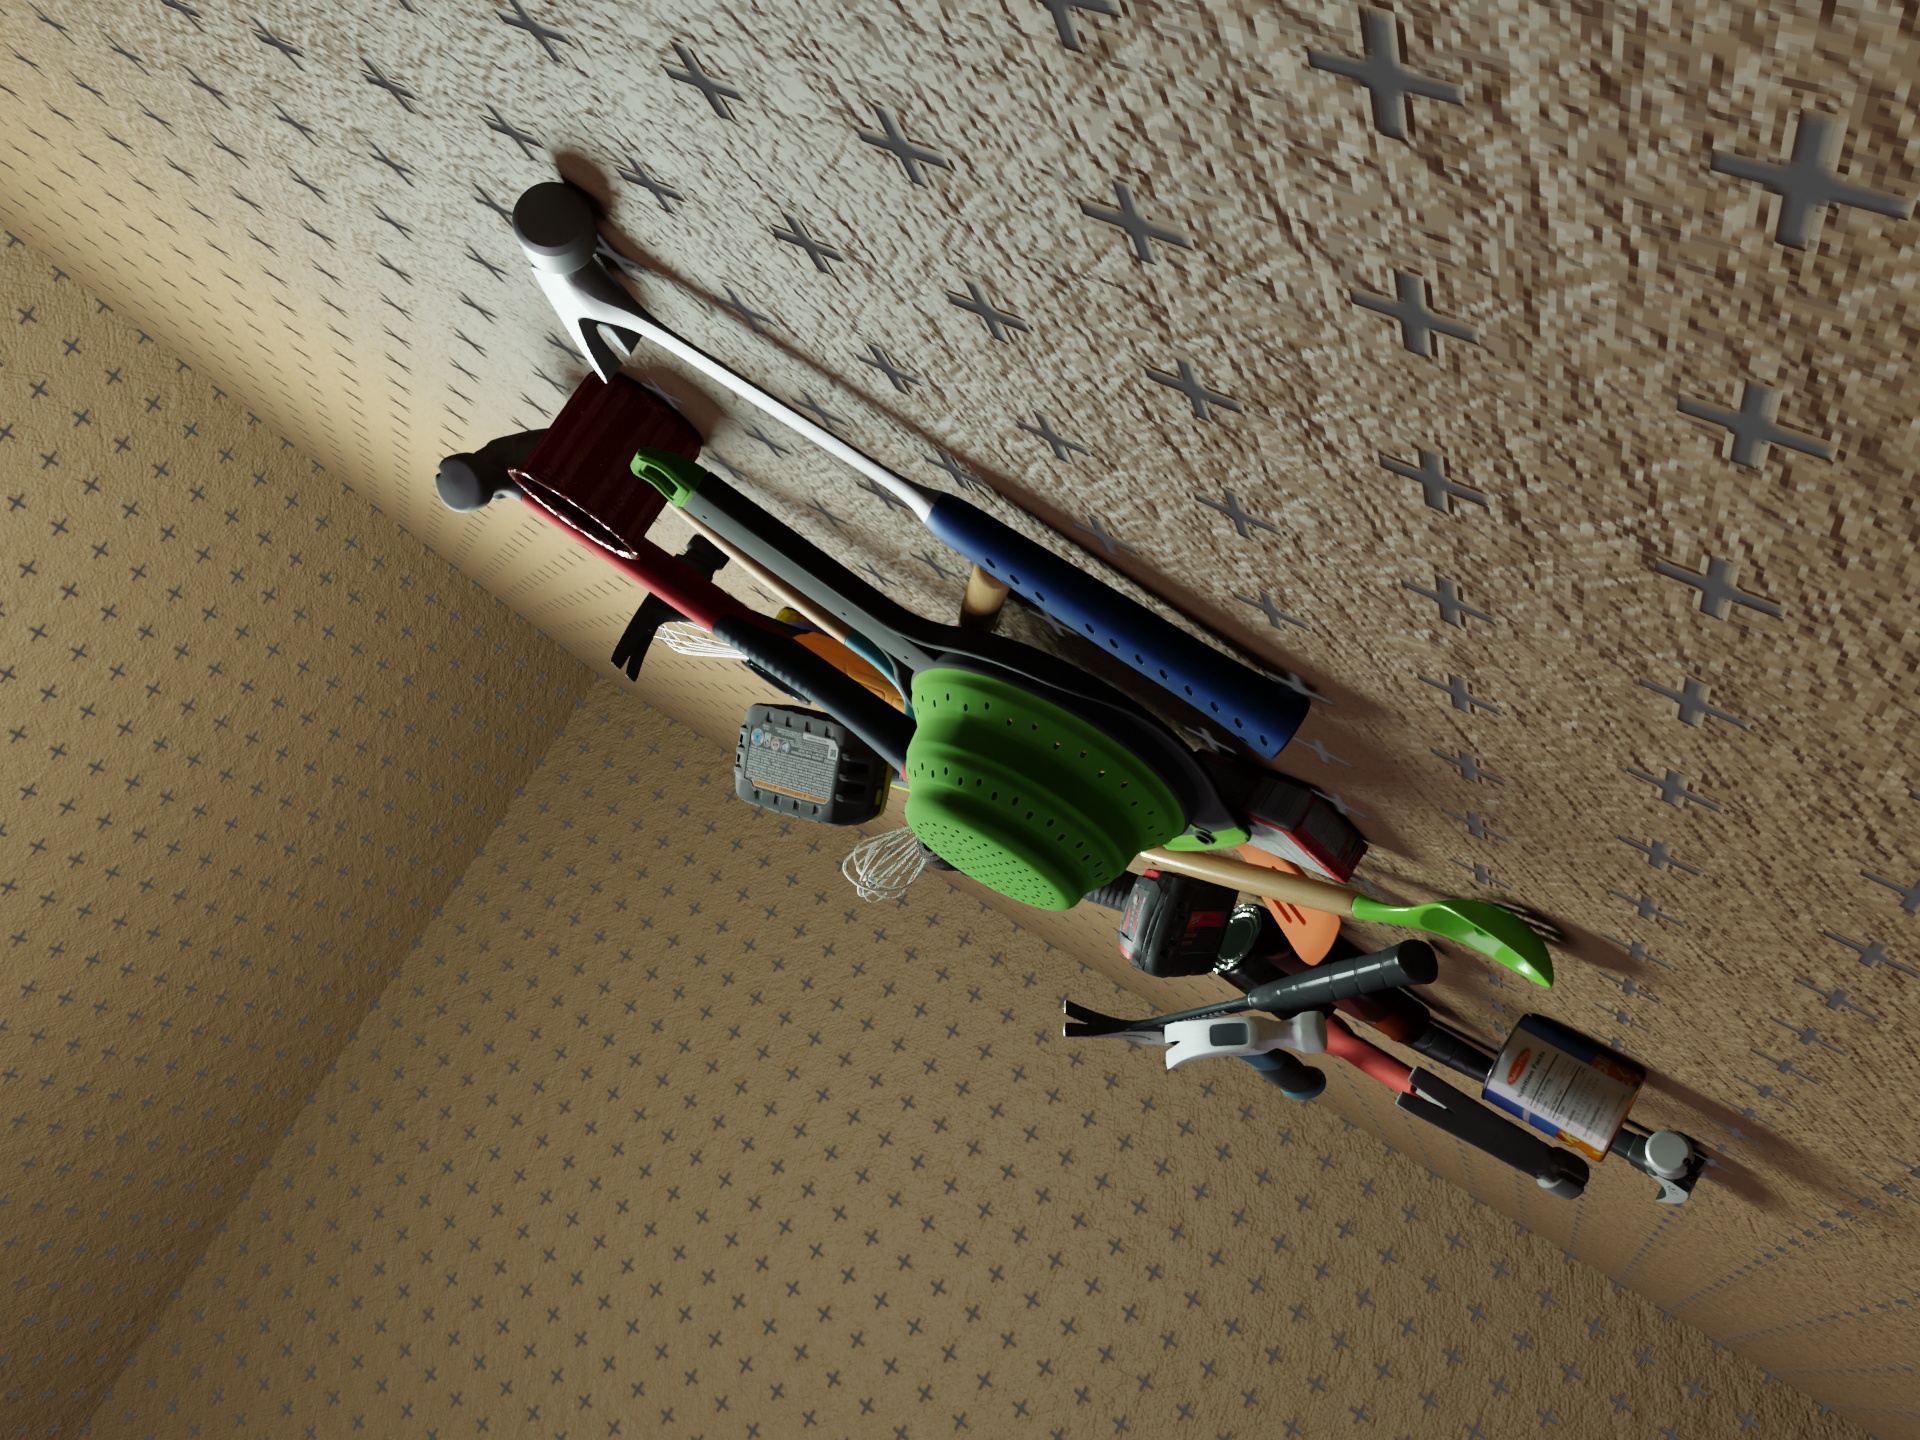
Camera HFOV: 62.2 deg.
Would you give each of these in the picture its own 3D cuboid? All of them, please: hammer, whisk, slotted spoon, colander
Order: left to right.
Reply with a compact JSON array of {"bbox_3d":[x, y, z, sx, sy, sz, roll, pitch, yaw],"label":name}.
[{"bbox_3d":[-0.153,-0.076,1.050,0.386,0.038,0.143,34,-152,9],"label":"hammer"},{"bbox_3d":[-0.185,-0.068,1.469,0.285,0.070,0.070,21,166,31],"label":"whisk"},{"bbox_3d":[-0.109,-0.042,1.159,0.337,0.127,0.034,21,162,33],"label":"hammer"},{"bbox_3d":[-0.029,-0.003,0.877,0.397,0.094,0.204,35,162,-13],"label":"colander"},{"bbox_3d":[-0.021,-0.104,0.737,0.405,0.035,0.144,32,171,1],"label":"hammer"},{"bbox_3d":[-0.022,0.088,1.350,0.059,0.057,0.246,22,-151,20],"label":"whisk"},{"bbox_3d":[0.010,-0.054,0.913,0.047,0.051,0.245,12,167,-3],"label":"whisk"},{"bbox_3d":[0.222,0.215,1.226,0.149,0.036,0.409,10,160,-21],"label":"hammer"},{"bbox_3d":[0.255,0.279,1.300,0.128,0.033,0.330,-7,159,19],"label":"hammer"},{"bbox_3d":[0.220,0.106,0.963,0.070,0.031,0.314,39,163,-34],"label":"slotted spoon"},{"bbox_3d":[0.341,0.278,1.253,0.149,0.037,0.359,30,177,-8],"label":"hammer"},{"bbox_3d":[0.437,0.291,1.299,0.335,0.035,0.146,26,169,37],"label":"hammer"}]

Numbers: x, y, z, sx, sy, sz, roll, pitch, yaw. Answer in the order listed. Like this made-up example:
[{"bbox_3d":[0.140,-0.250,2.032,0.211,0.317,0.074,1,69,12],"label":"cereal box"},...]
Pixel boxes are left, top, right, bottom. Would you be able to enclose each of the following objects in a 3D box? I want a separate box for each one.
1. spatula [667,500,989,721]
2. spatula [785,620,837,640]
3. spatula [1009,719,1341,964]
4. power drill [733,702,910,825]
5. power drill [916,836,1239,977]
[{"bbox_3d":[-0.096,-0.076,1.089,0.318,0.082,0.044,37,-174,16],"label":"spatula"},{"bbox_3d":[-0.080,-0.026,1.352,0.060,0.018,0.315,-17,157,17],"label":"spatula"},{"bbox_3d":[0.120,0.052,1.084,0.323,0.041,0.081,32,152,15],"label":"spatula"},{"bbox_3d":[-0.046,0.037,1.258,0.191,0.080,0.228,13,-174,36],"label":"power drill"},{"bbox_3d":[0.089,0.128,1.280,0.227,0.080,0.187,20,-175,32],"label":"power drill"}]
